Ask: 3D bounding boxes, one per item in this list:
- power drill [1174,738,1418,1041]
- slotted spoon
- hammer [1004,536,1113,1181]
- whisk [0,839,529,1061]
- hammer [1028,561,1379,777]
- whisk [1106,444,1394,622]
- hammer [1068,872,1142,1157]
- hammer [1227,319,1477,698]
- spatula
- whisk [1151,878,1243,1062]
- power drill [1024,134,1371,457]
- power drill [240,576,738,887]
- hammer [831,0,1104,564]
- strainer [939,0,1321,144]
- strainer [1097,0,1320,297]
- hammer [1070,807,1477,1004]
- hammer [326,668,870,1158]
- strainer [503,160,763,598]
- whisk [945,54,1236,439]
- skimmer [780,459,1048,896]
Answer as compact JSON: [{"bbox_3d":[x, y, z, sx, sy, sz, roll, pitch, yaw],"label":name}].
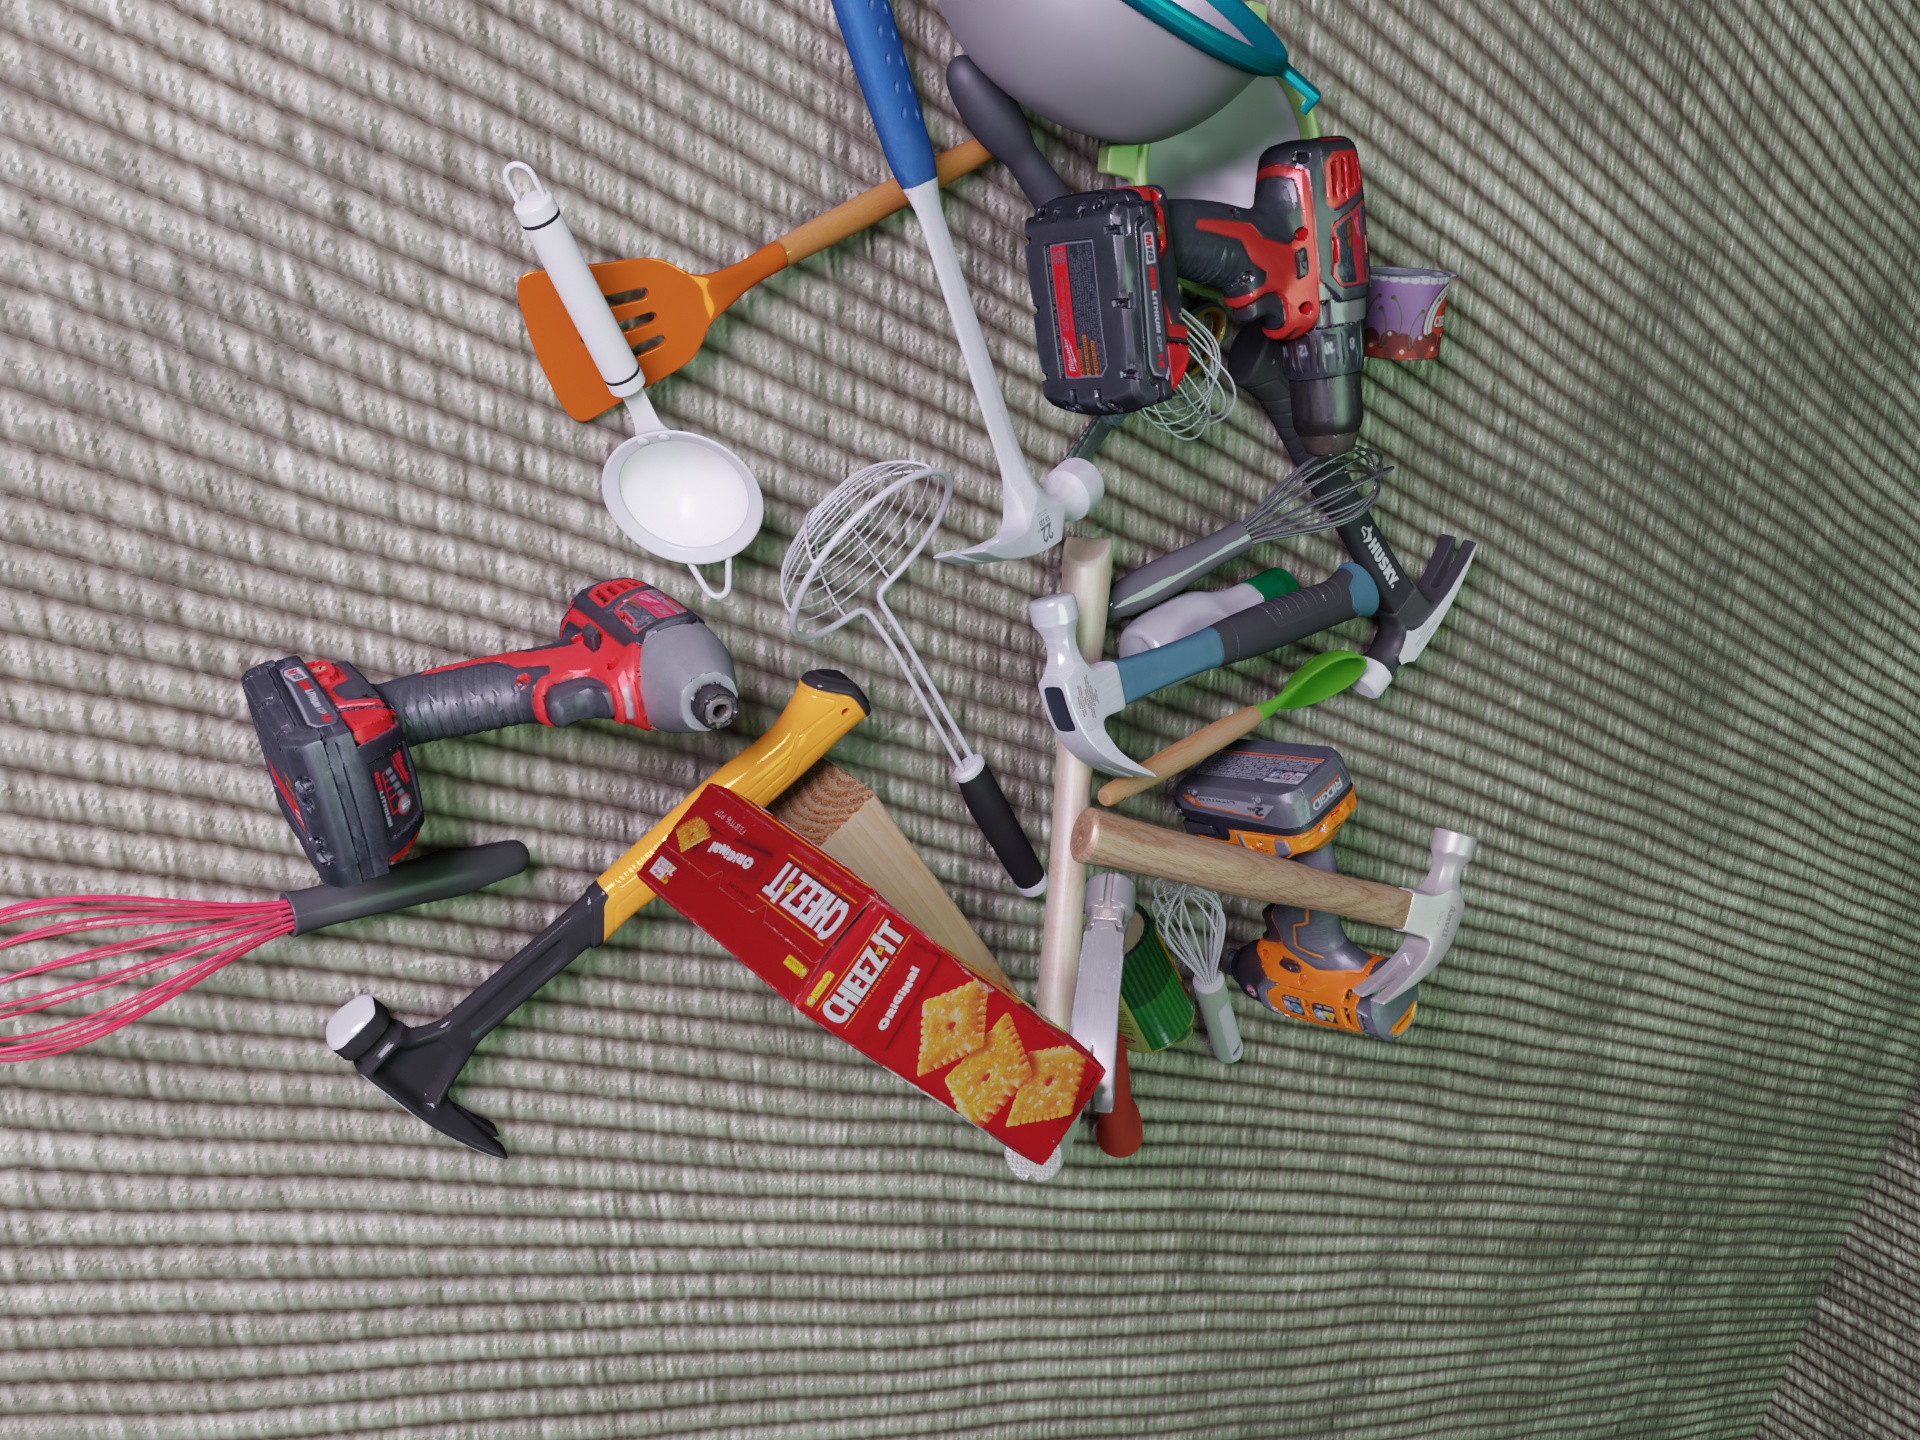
[{"bbox_3d":[0.240,0.129,1.195,0.084,0.164,0.226,-36,116,-33],"label":"power drill"},{"bbox_3d":[0.196,0.003,1.134,0.314,0.031,0.070,-24,161,-44],"label":"slotted spoon"},{"bbox_3d":[0.073,0.085,1.062,0.146,0.038,0.410,-8,102,-79],"label":"hammer"},{"bbox_3d":[-0.349,0.100,0.779,0.295,0.073,0.073,-14,116,-39],"label":"whisk"},{"bbox_3d":[0.177,-0.054,1.068,0.331,0.033,0.128,-20,103,-39],"label":"hammer"},{"bbox_3d":[0.194,-0.126,1.092,0.239,0.055,0.055,-28,124,-9],"label":"whisk"},{"bbox_3d":[0.103,0.246,1.093,0.358,0.037,0.149,77,19,-58],"label":"hammer"},{"bbox_3d":[0.284,-0.168,1.177,0.146,0.035,0.334,-50,130,-10],"label":"hammer"},{"bbox_3d":[-0.085,-0.264,0.862,0.322,0.041,0.081,-36,128,-27],"label":"spatula"},{"bbox_3d":[0.191,0.196,1.228,0.058,0.059,0.246,-53,142,-28],"label":"whisk"},{"bbox_3d":[0.154,-0.231,0.921,0.226,0.080,0.187,-20,110,-33],"label":"power drill"},{"bbox_3d":[-0.220,-0.004,0.780,0.219,0.143,0.078,-20,122,-28],"label":"power drill"},{"bbox_3d":[-0.020,-0.274,0.845,0.144,0.035,0.405,-44,122,-47],"label":"hammer"},{"bbox_3d":[0.015,-0.374,0.800,0.340,0.211,0.095,2,136,-42],"label":"strainer"},{"bbox_3d":[0.173,-0.305,1.008,0.151,0.069,0.256,-49,127,-13],"label":"strainer"},{"bbox_3d":[0.213,0.110,1.066,0.331,0.031,0.130,14,90,-29],"label":"hammer"},{"bbox_3d":[-0.180,0.097,0.888,0.337,0.034,0.127,-42,125,-6],"label":"hammer"},{"bbox_3d":[-0.164,-0.167,0.799,0.258,0.087,0.050,68,20,-47],"label":"strainer"},{"bbox_3d":[0.079,-0.273,0.938,0.070,0.070,0.284,-51,126,-10],"label":"whisk"},{"bbox_3d":[-0.002,-0.003,0.982,0.127,0.090,0.362,-42,128,-18],"label":"skimmer"}]
